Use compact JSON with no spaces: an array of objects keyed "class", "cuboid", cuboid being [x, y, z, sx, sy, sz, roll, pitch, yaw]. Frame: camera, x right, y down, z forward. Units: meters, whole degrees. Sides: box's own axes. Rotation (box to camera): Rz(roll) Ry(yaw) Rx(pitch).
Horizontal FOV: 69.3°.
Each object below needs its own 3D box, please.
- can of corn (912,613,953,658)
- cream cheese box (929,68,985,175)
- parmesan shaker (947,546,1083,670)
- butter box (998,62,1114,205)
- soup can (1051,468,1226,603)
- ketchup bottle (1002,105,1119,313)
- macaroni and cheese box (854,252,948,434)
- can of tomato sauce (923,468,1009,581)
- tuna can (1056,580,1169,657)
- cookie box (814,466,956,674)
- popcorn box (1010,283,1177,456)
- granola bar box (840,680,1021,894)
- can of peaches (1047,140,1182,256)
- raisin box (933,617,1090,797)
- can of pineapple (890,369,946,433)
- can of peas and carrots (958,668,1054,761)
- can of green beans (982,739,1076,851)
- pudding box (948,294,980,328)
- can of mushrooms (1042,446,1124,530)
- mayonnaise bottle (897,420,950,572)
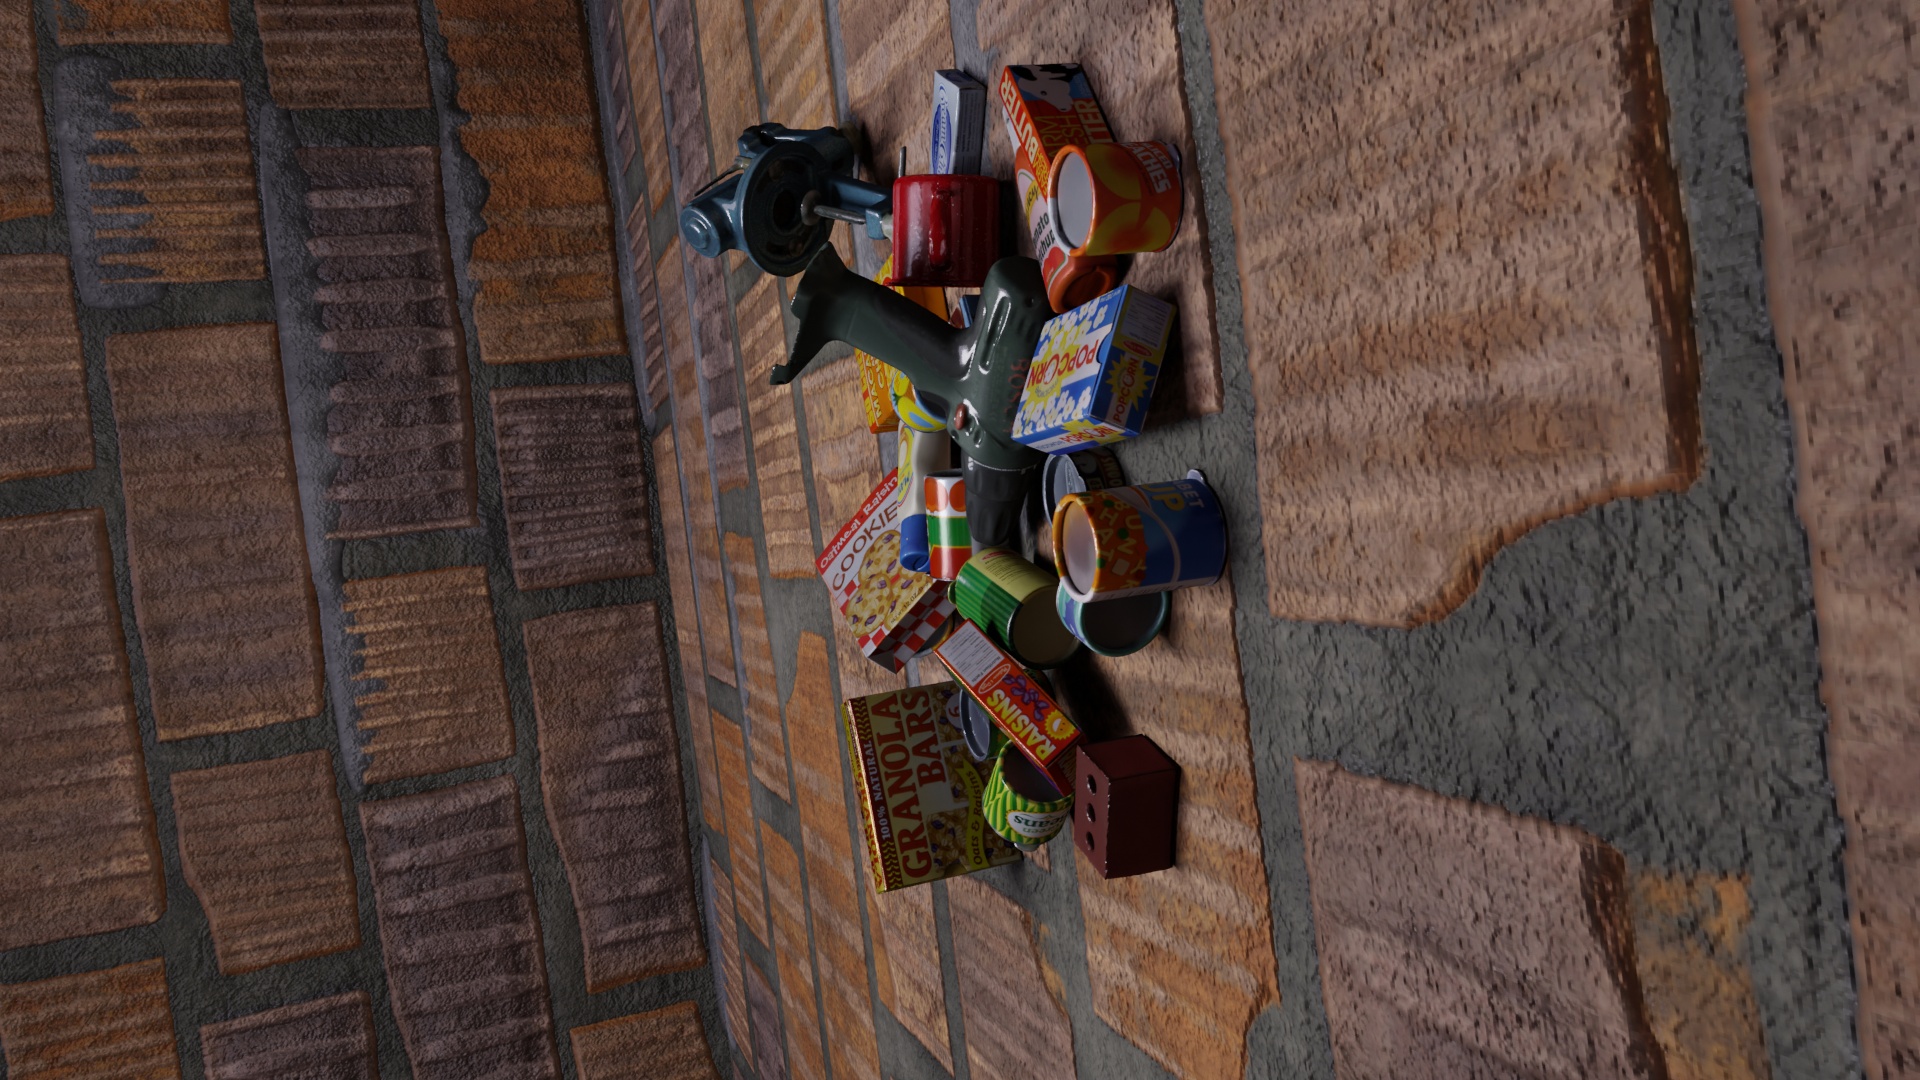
[{"class":"can of corn","cuboid":[-0.046,0.065,1.287,0.058,0.071,0.070,-130,38,-55]},{"class":"cream cheese box","cuboid":[-0.004,-0.313,1.095,0.053,0.024,0.103,-127,35,-51]},{"class":"parmesan shaker","cuboid":[0.042,0.050,1.032,0.103,0.071,0.071,-145,50,-64]},{"class":"butter box","cuboid":[0.065,-0.260,0.884,0.024,0.053,0.104,112,145,-57]},{"class":"soup can","cuboid":[0.105,-0.003,0.823,0.071,0.084,0.071,174,89,-70]},{"class":"ketchup bottle","cuboid":[0.063,-0.227,0.914,0.064,0.043,0.149,116,143,-66]},{"class":"macaroni and cheese box","cuboid":[-0.055,-0.178,1.260,0.166,0.040,0.124,148,114,-68]},{"class":"can of tomato sauce","cuboid":[0.004,-0.014,1.116,0.071,0.071,0.083,-161,66,-68]},{"class":"tuna can","cuboid":[0.098,0.041,0.884,0.033,0.071,0.070,-139,45,-60]},{"class":"cookie box","cuboid":[-0.058,0.022,1.243,0.123,0.040,0.168,-49,36,9]},{"class":"popcorn box","cuboid":[0.081,-0.104,0.873,0.126,0.038,0.085,-8,63,70]},{"class":"granola bar box","cuboid":[-0.026,0.208,1.199,0.039,0.124,0.166,134,126,-66]},{"class":"can of peaches","cuboid":[0.091,-0.205,0.824,0.071,0.058,0.071,173,89,-71]},{"class":"raisin box","cuboid":[0.042,0.121,1.002,0.123,0.040,0.086,45,172,27]},{"class":"can of pineapple","cuboid":[-0.019,-0.125,1.139,0.058,0.071,0.071,170,92,-69]},{"class":"can of peas and carrots","cuboid":[0.037,0.134,1.095,0.071,0.059,0.071,174,89,-70]},{"class":"can of green beans","cuboid":[0.055,0.189,1.056,0.057,0.071,0.071,106,149,-47]},{"class":"pudding box","cuboid":[0.017,-0.146,1.089,0.049,0.030,0.084,125,134,-64]},{"class":"can of mushrooms","cuboid":[0.084,-0.031,0.942,0.071,0.033,0.071,174,89,-70]},{"class":"mayonnaise bottle","cuboid":[-0.032,-0.046,1.188,0.064,0.041,0.149,129,148,-54]}]
